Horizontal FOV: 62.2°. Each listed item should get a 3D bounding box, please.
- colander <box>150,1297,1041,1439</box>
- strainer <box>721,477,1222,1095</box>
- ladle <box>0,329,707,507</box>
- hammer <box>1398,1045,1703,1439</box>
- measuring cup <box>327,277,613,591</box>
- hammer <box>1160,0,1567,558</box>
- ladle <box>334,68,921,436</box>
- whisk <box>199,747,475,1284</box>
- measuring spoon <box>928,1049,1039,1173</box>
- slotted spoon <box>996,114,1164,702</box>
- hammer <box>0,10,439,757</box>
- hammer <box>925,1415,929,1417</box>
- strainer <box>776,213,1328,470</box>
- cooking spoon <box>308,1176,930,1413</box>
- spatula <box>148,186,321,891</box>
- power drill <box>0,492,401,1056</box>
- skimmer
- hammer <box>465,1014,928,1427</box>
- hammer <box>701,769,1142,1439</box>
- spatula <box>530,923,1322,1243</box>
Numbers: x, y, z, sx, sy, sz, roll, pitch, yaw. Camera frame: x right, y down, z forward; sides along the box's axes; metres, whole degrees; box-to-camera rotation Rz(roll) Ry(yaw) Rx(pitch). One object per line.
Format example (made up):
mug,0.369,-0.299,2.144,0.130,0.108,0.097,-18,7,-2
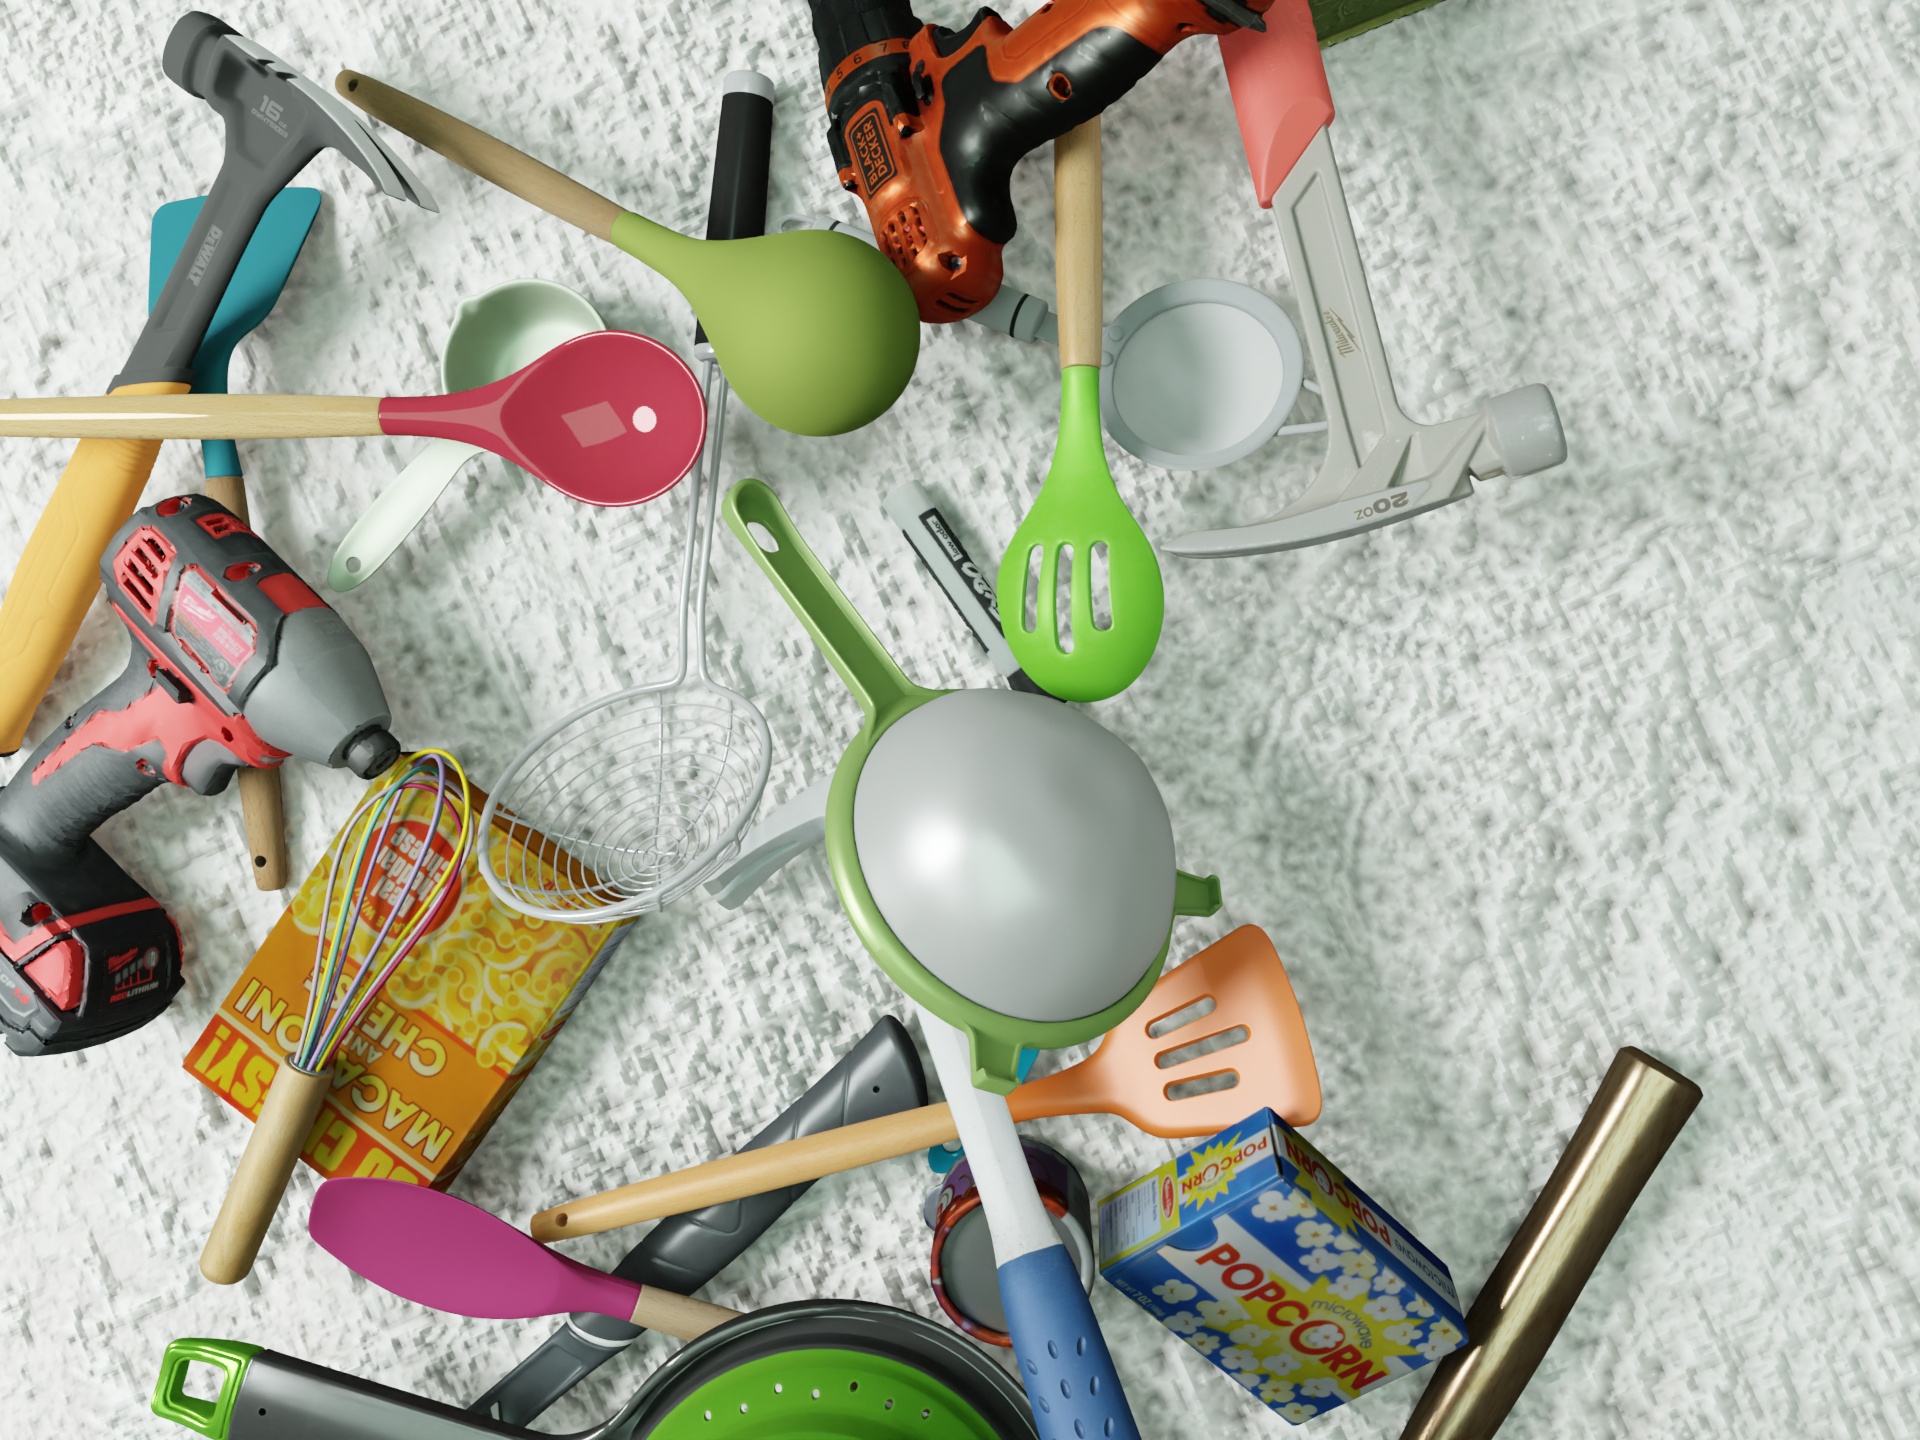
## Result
colander,-0.132,0.307,0.586,0.397,0.094,0.204,14,86,5
strainer,-0.001,-0.002,0.596,0.256,0.151,0.069,53,138,7
ladle,-0.255,-0.120,0.633,0.315,0.031,0.069,0,95,2
hammer,0.205,0.284,0.648,0.130,0.031,0.331,30,92,6
measuring cup,-0.213,-0.117,0.695,0.083,0.038,0.167,44,96,5
hammer,0.111,-0.246,0.608,0.149,0.036,0.359,-15,85,19
ladle,-0.149,-0.208,0.657,0.320,0.062,0.078,32,98,25
whisk,-0.258,0.124,0.653,0.047,0.051,0.245,25,96,0
measuring spoon,0.022,0.139,0.680,0.042,0.021,0.128,30,102,-9
slotted spoon,0.045,-0.165,0.632,0.070,0.031,0.314,-2,86,25
hammer,-0.349,-0.119,0.679,0.127,0.034,0.337,37,105,11
hammer,-0.112,0.367,0.654,0.331,0.033,0.128,-7,100,0
strainer,0.037,-0.166,0.667,0.258,0.050,0.087,24,80,12
cooking spoon,-0.109,0.246,0.653,0.319,0.017,0.068,20,120,-8
spatula,-0.320,-0.082,0.714,0.082,0.044,0.317,-4,94,7
power drill,-0.338,0.029,0.671,0.143,0.078,0.219,42,101,7
skimmer,-0.122,-0.099,0.655,0.127,0.090,0.363,5,88,26
hammer,-0.173,0.271,0.688,0.409,0.036,0.149,-42,85,4
hammer,0.017,0.189,0.585,0.144,0.035,0.406,-23,62,3
spatula,-0.021,0.163,0.639,0.322,0.041,0.081,-15,68,2
